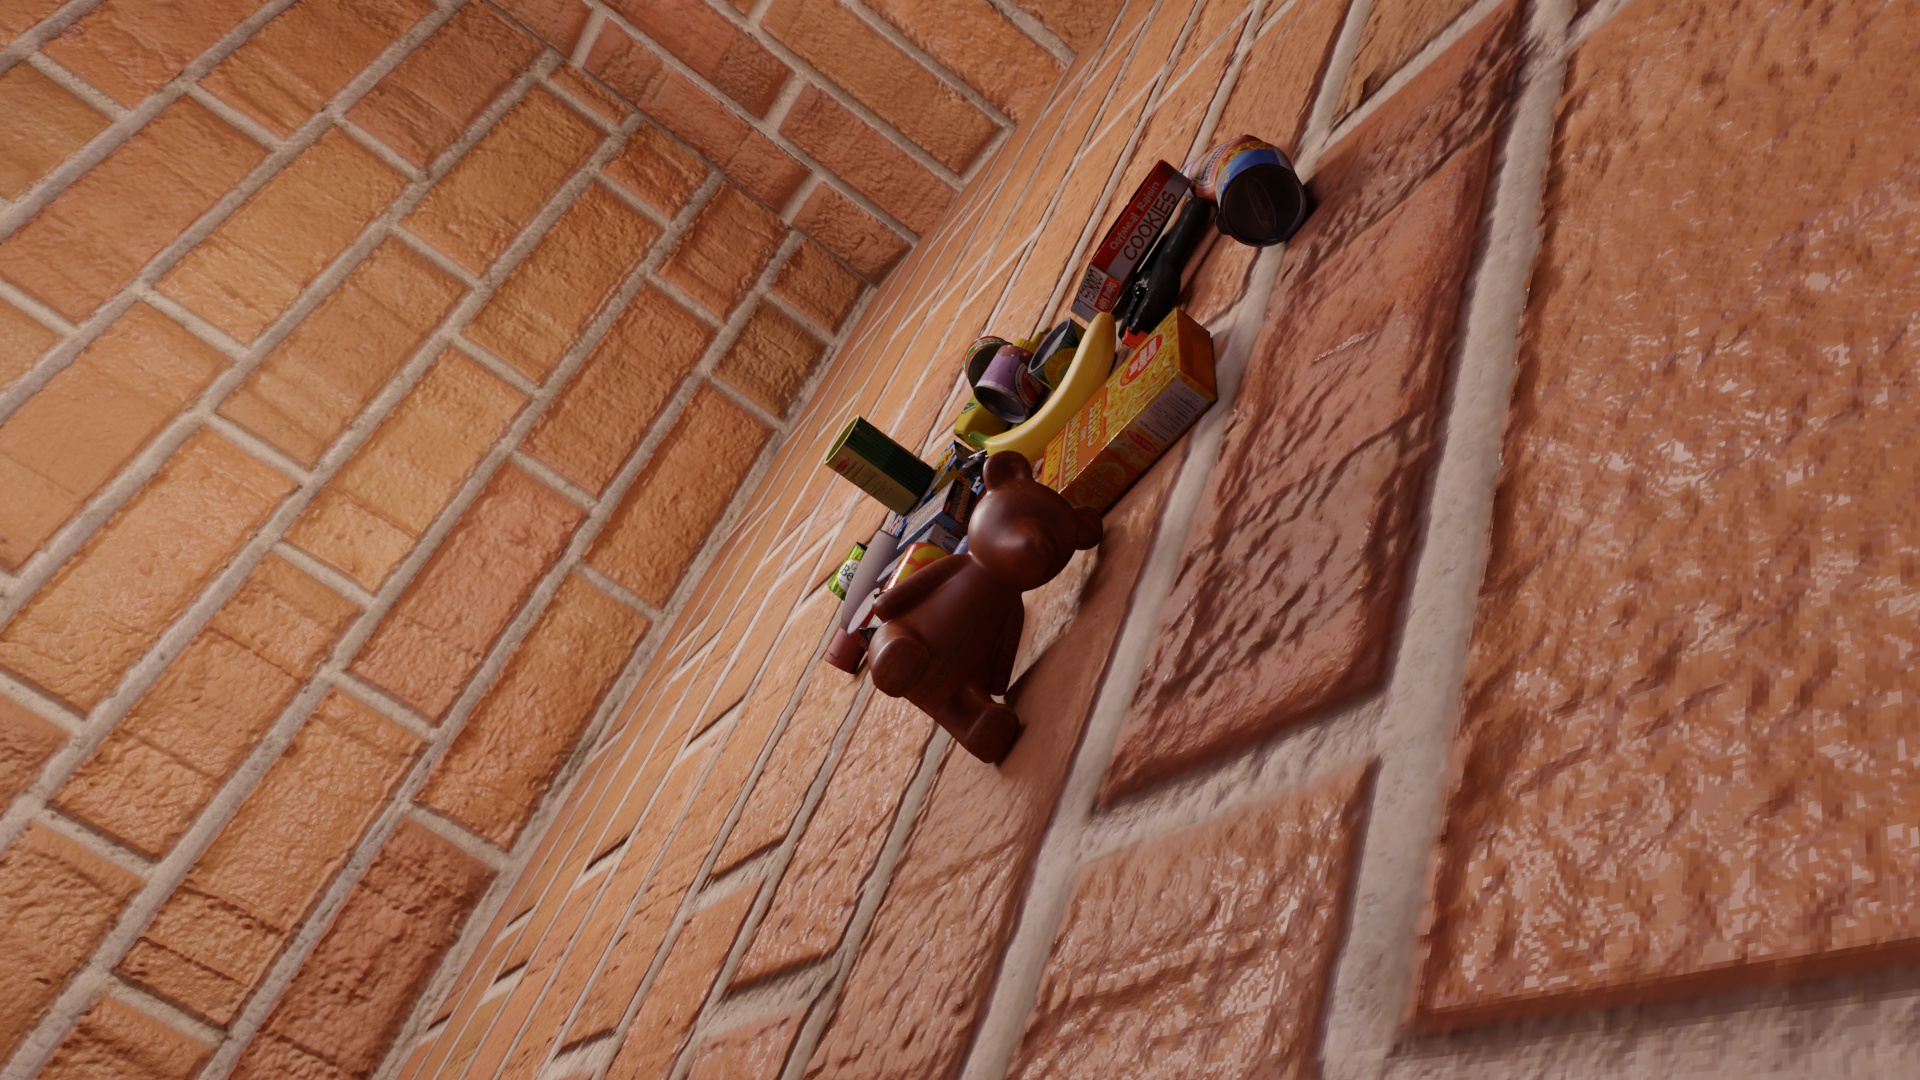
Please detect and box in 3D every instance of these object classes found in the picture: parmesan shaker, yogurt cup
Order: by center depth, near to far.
[{"bbox_3d":[-0.072,0.082,1.341,0.072,0.054,0.072,-52,13,17],"label":"yogurt cup"},{"bbox_3d":[-0.090,-0.081,1.524,0.071,0.103,0.071,-50,15,18],"label":"parmesan shaker"}]

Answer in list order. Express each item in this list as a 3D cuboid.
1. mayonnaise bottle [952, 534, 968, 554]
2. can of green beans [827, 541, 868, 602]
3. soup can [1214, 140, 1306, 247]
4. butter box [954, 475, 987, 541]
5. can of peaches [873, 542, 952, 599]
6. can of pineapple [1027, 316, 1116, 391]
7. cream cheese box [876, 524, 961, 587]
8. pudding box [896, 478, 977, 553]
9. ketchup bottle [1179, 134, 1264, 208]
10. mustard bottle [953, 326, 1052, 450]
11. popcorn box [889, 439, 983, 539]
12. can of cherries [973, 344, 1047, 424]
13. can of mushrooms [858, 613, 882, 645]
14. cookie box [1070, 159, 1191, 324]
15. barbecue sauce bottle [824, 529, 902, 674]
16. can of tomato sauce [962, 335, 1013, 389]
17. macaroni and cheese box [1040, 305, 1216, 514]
[{"bbox_3d":[-0.017,0.061,1.189,0.149,0.065,0.041,-57,9,-28],"label":"mayonnaise bottle"},{"bbox_3d":[-0.103,0.043,1.517,0.058,0.071,0.071,-55,13,3],"label":"can of green beans"},{"bbox_3d":[0.236,-0.278,1.114,0.071,0.071,0.084,-49,14,25],"label":"soup can"},{"bbox_3d":[0.005,-0.017,1.380,0.104,0.024,0.053,-58,13,-13],"label":"butter box"},{"bbox_3d":[-0.035,0.042,1.273,0.058,0.071,0.071,-60,14,-26],"label":"can of peaches"},{"bbox_3d":[0.107,-0.170,1.325,0.071,0.058,0.071,-51,14,18],"label":"can of pineapple"},{"bbox_3d":[-0.033,0.028,1.337,0.103,0.053,0.024,-40,18,48],"label":"cream cheese box"},{"bbox_3d":[-0.023,-0.018,1.352,0.083,0.030,0.050,-39,21,44],"label":"pudding box"},{"bbox_3d":[0.243,-0.343,1.308,0.064,0.043,0.149,-60,12,5],"label":"ketchup bottle"},{"bbox_3d":[0.053,-0.175,1.546,0.160,0.049,0.065,-57,15,-7],"label":"mustard bottle"},{"bbox_3d":[-0.029,-0.044,1.532,0.126,0.038,0.085,-52,13,12],"label":"popcorn box"},{"bbox_3d":[0.058,-0.166,1.476,0.058,0.071,0.071,-58,13,-17],"label":"can of cherries"},{"bbox_3d":[-0.052,0.083,1.230,0.033,0.071,0.071,-59,14,-26],"label":"can of mushrooms"},{"bbox_3d":[0.164,-0.289,1.370,0.123,0.040,0.167,-56,-2,-6],"label":"cookie box"},{"bbox_3d":[-0.093,0.066,1.449,0.148,0.065,0.043,-62,-30,-2],"label":"barbecue sauce bottle"},{"bbox_3d":[0.038,-0.205,1.630,0.071,0.071,0.083,-53,13,9],"label":"can of tomato sauce"},{"bbox_3d":[0.129,-0.091,1.092,0.165,0.040,0.124,-47,15,29],"label":"macaroni and cheese box"}]
